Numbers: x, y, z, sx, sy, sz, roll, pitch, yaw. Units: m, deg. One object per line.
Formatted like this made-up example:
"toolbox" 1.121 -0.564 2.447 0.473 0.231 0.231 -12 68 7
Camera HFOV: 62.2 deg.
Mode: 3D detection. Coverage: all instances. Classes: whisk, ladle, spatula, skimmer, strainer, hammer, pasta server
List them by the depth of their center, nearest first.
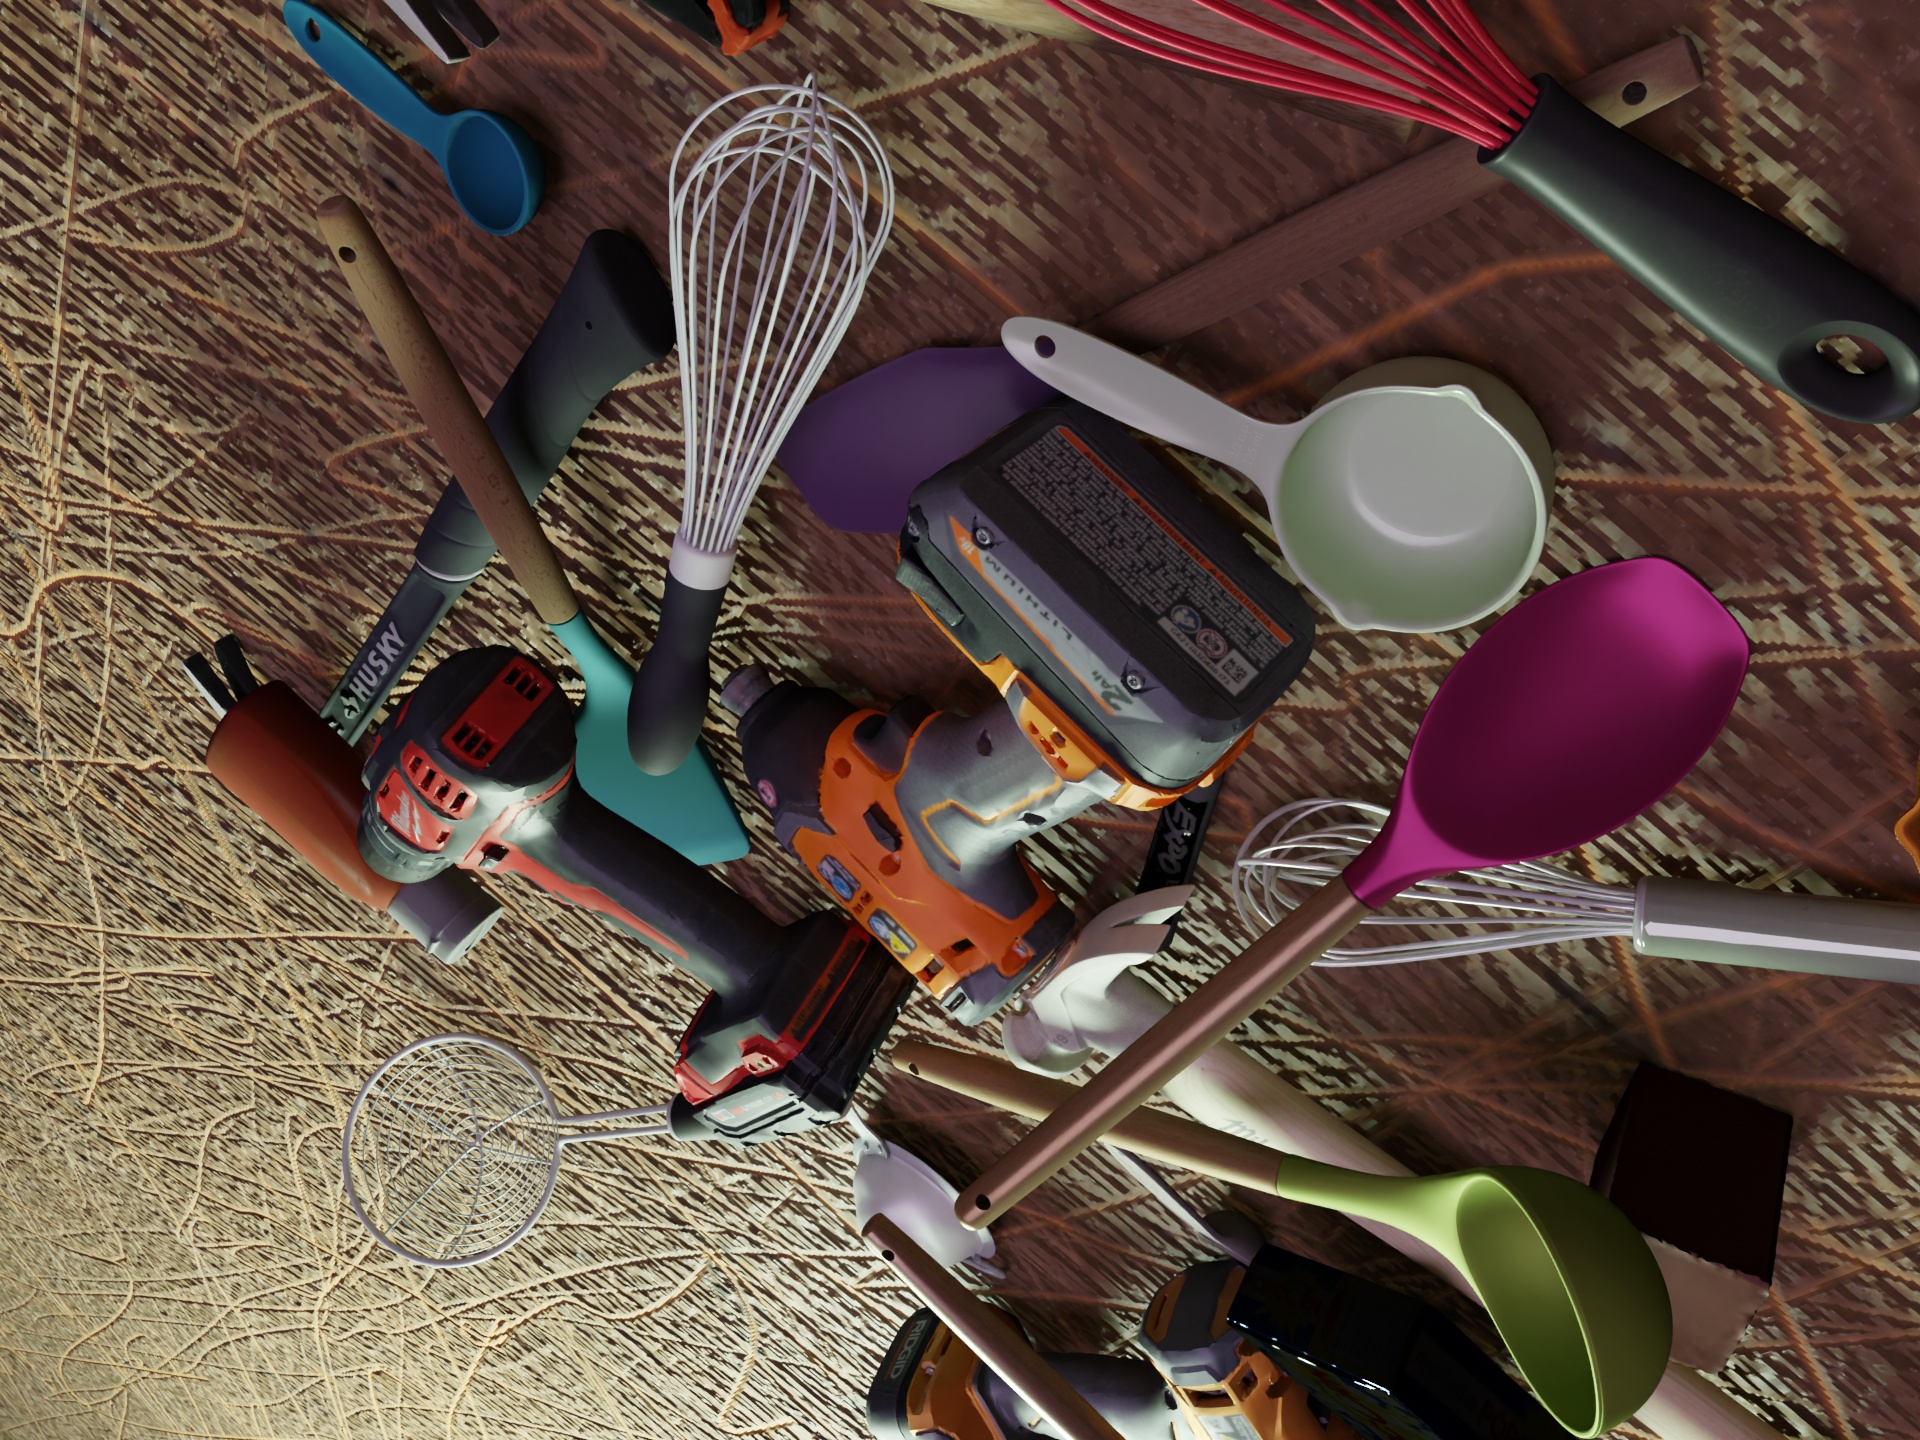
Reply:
"whisk" 0.111 -0.147 0.361 0.295 0.073 0.073 28 135 -13
"hammer" -0.035 -0.213 0.420 0.331 0.031 0.130 19 131 7
"spatula" 0.058 -0.118 0.475 0.316 0.018 0.059 -18 117 40
"whisk" 0.205 0.059 0.498 0.246 0.059 0.057 4 160 25
"whisk" -0.083 -0.084 0.550 0.070 0.070 0.284 30 131 10
"ladle" 0.085 0.160 0.559 0.320 0.062 0.078 7 119 42
"hammer" 0.206 0.206 0.589 0.410 0.038 0.146 35 149 2
"spatula" -0.162 -0.052 0.605 0.082 0.044 0.317 -6 139 11
"pasta server" 0.071 0.326 0.681 0.316 0.040 0.060 45 112 -6
"hammer" -0.229 -0.063 0.684 0.149 0.036 0.409 46 133 -4
"strainer" -0.057 0.181 0.751 0.087 0.050 0.258 -12 112 53
"skimmer" -0.197 0.208 0.799 0.363 0.090 0.127 -20 73 45

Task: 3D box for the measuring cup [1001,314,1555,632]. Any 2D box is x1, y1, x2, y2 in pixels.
"measuring cup" 0.091 -0.087 0.465 0.168 0.038 0.083 28 133 14

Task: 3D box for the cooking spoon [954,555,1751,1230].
"cooking spoon" 0.107 0.070 0.505 0.319 0.017 0.069 -45 81 20

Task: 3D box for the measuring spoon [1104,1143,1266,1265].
"measuring spoon" 0.094 0.194 0.653 0.034 0.018 0.124 17 157 48

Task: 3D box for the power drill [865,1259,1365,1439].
"power drill" 0.089 0.349 0.756 0.226 0.084 0.185 -22 109 35

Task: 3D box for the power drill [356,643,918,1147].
"power drill" -0.147 0.077 0.653 0.226 0.080 0.188 40 146 -11

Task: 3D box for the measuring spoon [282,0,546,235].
"measuring spoon" -0.190 -0.219 0.562 0.129 0.021 0.042 40 135 13

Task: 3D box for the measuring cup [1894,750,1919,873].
"measuring cup" 0.284 -0.019 0.386 0.095 0.052 0.173 3 121 30

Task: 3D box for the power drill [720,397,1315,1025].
"power drill" -0.001 -0.002 0.546 0.164 0.084 0.226 44 141 7
